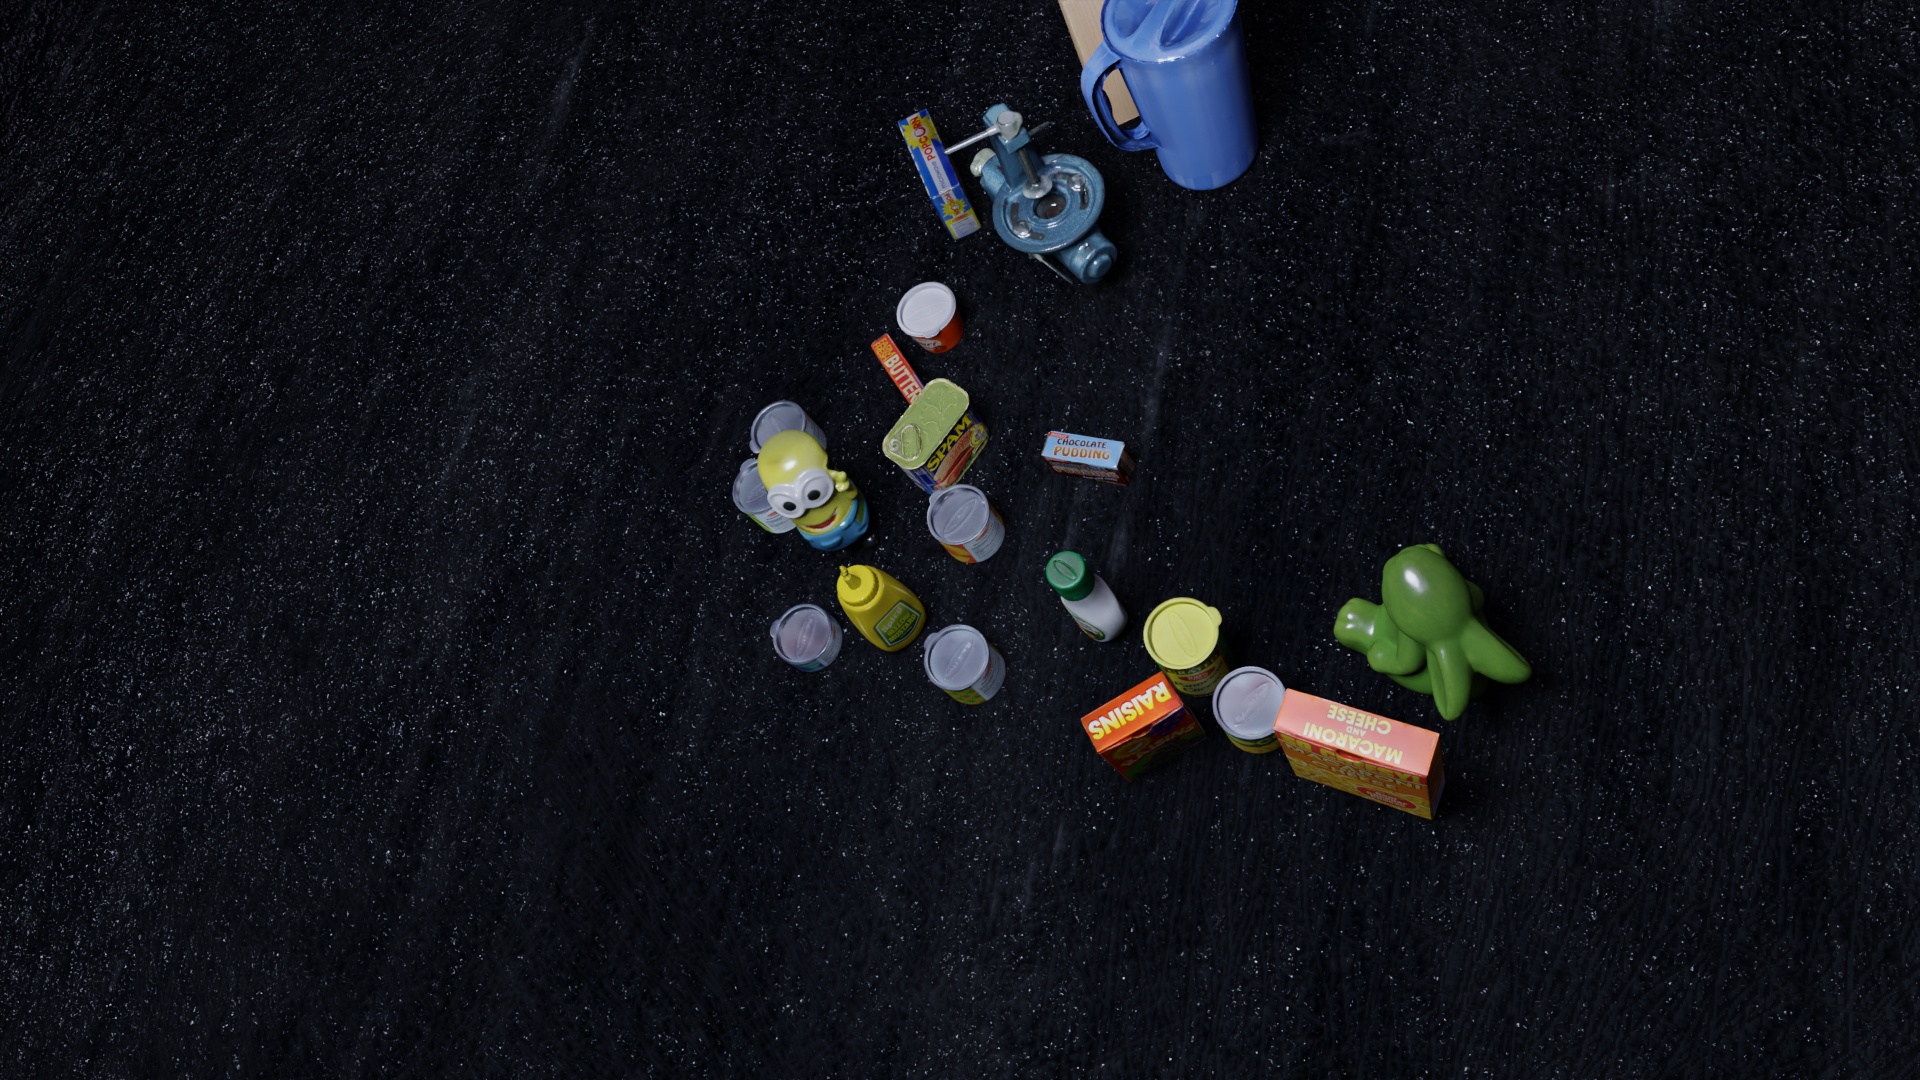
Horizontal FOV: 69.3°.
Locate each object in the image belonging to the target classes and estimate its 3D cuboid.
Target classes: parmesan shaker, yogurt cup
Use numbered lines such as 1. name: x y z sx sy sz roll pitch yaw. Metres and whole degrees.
1. parmesan shaker: 0.213 0.099 1.267 0.071 0.103 0.071 -8 66 18
2. yogurt cup: -0.030 -0.243 1.532 0.072 0.054 0.072 -8 66 17

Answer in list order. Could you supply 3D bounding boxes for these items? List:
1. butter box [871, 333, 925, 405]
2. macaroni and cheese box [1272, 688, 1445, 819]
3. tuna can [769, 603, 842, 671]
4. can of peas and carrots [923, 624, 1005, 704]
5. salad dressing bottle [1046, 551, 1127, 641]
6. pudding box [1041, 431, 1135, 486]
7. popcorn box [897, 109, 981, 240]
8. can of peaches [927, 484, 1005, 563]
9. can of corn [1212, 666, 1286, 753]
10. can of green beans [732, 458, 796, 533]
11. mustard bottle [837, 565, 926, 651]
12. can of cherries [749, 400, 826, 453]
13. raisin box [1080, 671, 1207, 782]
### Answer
1. butter box: -0.057 -0.174 1.513 0.024 0.053 0.104 -35 61 4
2. macaroni and cheese box: 0.333 0.180 1.151 0.124 0.166 0.040 16 75 25
3. tuna can: -0.160 0.101 1.445 0.071 0.032 0.071 -8 66 17
4. can of peas and carrots: 0.003 0.121 1.360 0.071 0.058 0.071 -8 66 17
5. salad dressing bottle: 0.117 0.051 1.297 0.044 0.147 0.064 -47 61 -3
6. pudding box: 0.130 -0.084 1.406 0.084 0.049 0.030 12 73 24
7. popcorn box: -0.023 -0.417 1.586 0.038 0.085 0.127 -26 62 9
8. can of peaches: 0.005 -0.018 1.420 0.071 0.058 0.071 -8 66 17
9. can of corn: 0.266 0.155 1.249 0.071 0.058 0.071 -8 66 17
10. can of green beans: -0.205 -0.048 1.511 0.071 0.057 0.071 -8 66 17
11. mustard bottle: -0.085 0.060 1.361 0.065 0.160 0.049 -47 61 -3
12. can of cherries: -0.191 -0.111 1.532 0.071 0.058 0.072 -8 66 17
13. raisin box: 0.166 0.169 1.243 0.086 0.123 0.040 -31 61 6
